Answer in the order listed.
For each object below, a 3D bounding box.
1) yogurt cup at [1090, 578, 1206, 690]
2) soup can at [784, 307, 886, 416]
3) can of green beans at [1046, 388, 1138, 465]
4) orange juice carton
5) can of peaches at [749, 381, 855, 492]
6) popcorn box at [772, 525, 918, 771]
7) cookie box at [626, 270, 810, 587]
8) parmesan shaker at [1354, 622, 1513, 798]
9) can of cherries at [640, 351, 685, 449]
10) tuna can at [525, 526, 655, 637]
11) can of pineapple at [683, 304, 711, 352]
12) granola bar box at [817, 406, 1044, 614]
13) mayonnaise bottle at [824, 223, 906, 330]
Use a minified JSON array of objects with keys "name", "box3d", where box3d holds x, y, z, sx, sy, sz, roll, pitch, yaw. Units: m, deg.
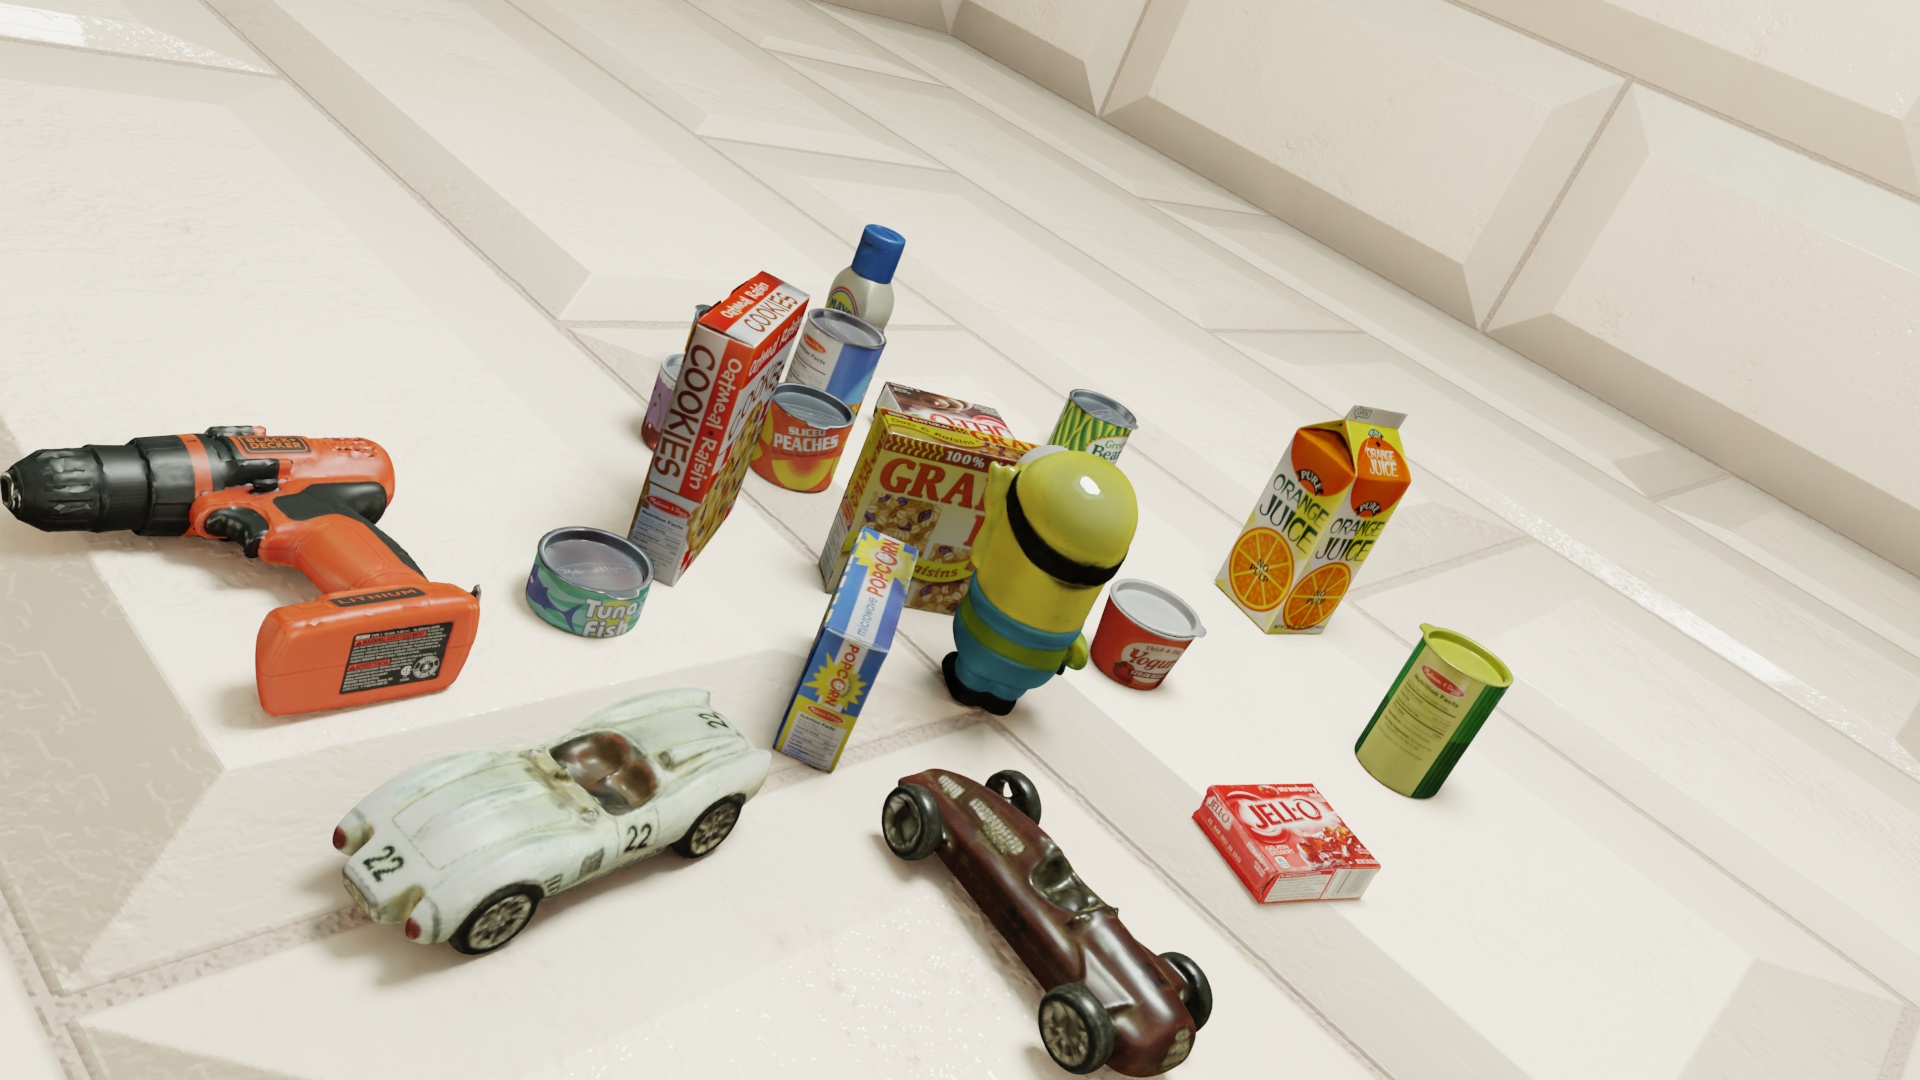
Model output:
[{"name":"yogurt cup","box3d":[0.125,0.066,0.959,0.072,0.053,0.073,19,26,-10]},{"name":"soup can","box3d":[-0.102,-0.135,1.119,0.071,0.083,0.072,19,26,-10]},{"name":"can of green beans","box3d":[0.118,-0.097,1.262,0.071,0.057,0.071,19,26,-10]},{"name":"orange juice carton","box3d":[0.289,-0.022,1.108,0.072,0.191,0.073,3,32,-37]},{"name":"can of peaches","box3d":[-0.117,-0.075,1.020,0.071,0.057,0.071,19,26,-10]},{"name":"popcorn box","box3d":[-0.063,0.058,0.781,0.038,0.084,0.127,22,25,-4]},{"name":"cookie box","box3d":[-0.152,-0.072,0.860,0.040,0.166,0.123,23,25,-1]},{"name":"parmesan shaker","box3d":[0.327,0.119,0.973,0.071,0.102,0.071,19,26,-10]},{"name":"can of cherries","box3d":[-0.190,-0.094,0.996,0.071,0.058,0.072,19,26,-10]},{"name":"tuna can","box3d":[-0.208,0.025,0.783,0.071,0.032,0.071,19,26,-10]},{"name":"can of pineapple","box3d":[-0.186,-0.145,1.097,0.071,0.057,0.071,19,26,-10]},{"name":"granola bar box","box3d":[0.003,-0.012,0.925,0.166,0.123,0.039,11,28,-24]},{"name":"mayonnaise bottle","box3d":[-0.088,-0.190,1.162,0.041,0.147,0.065,-6,38,-46]}]
